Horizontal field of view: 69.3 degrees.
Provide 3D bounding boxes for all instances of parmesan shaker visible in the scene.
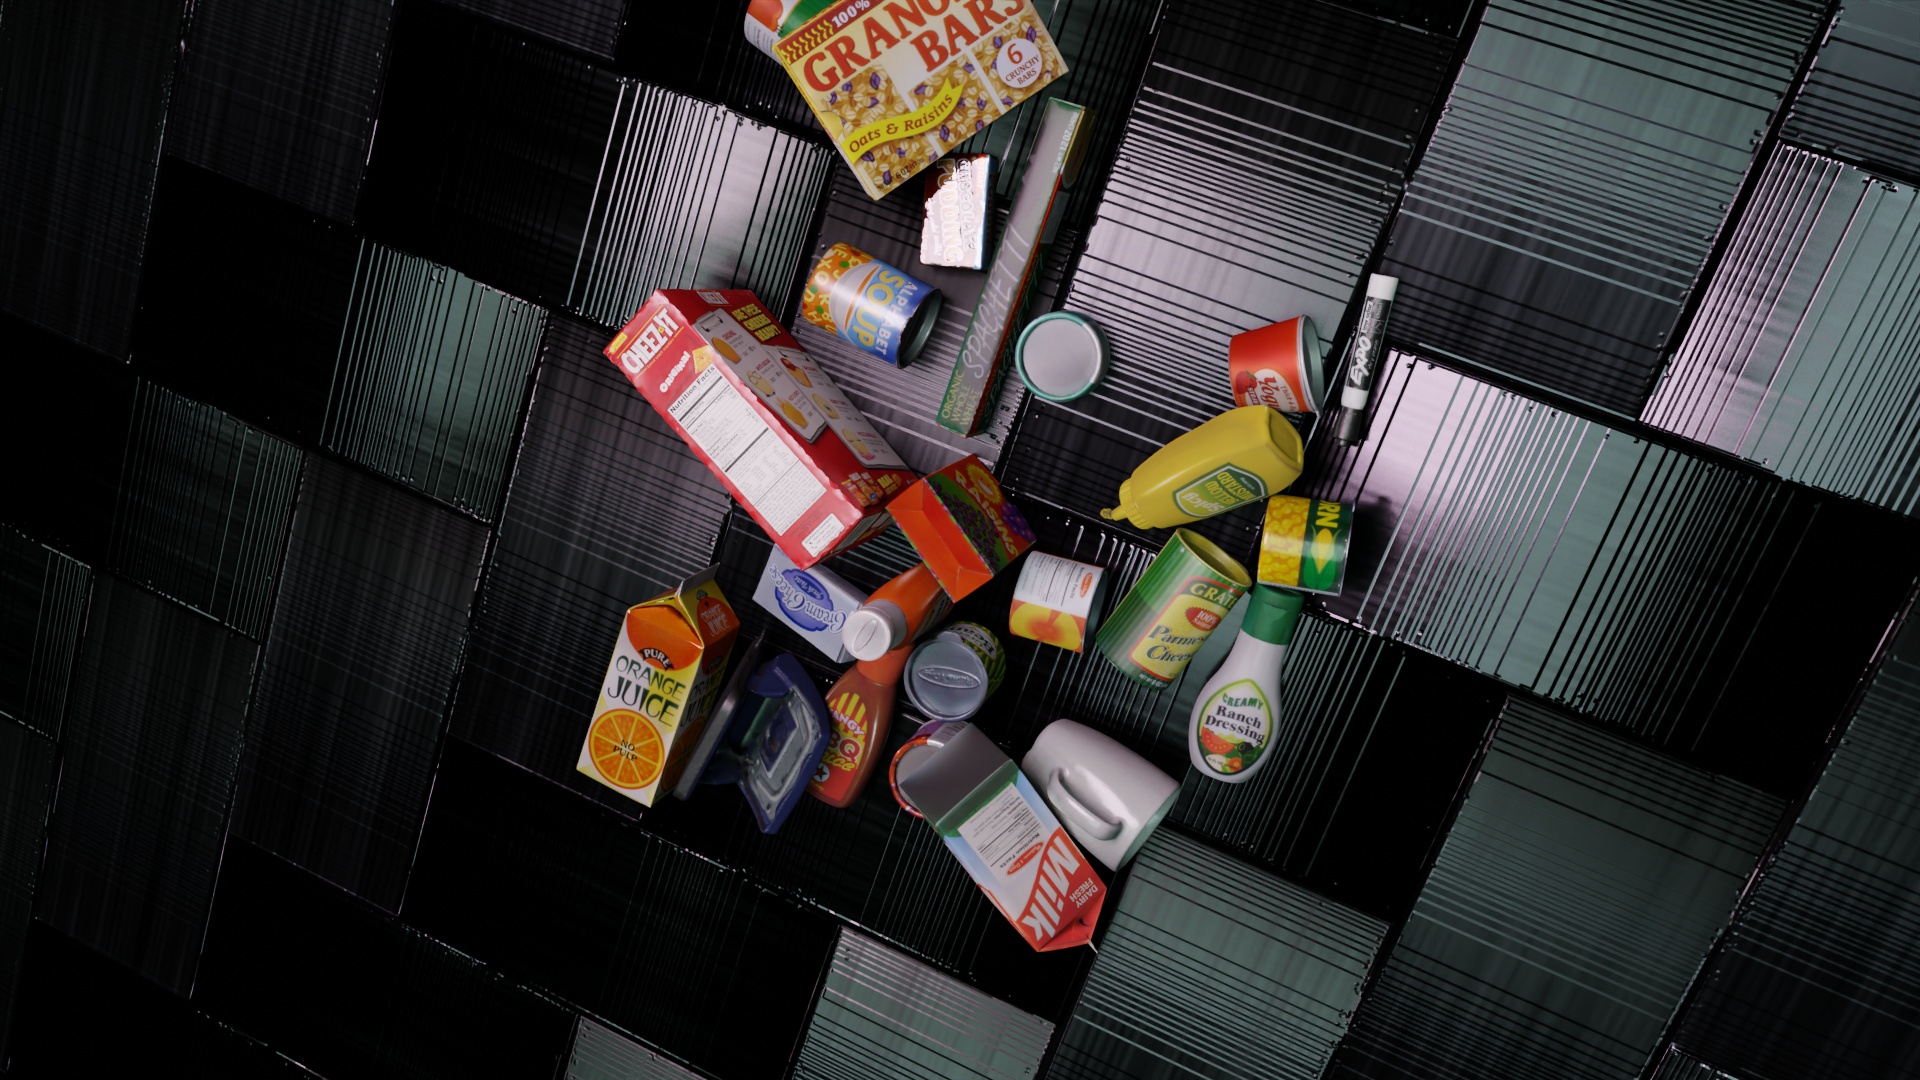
[{"bbox_3d":[0.156,0.052,1.012,0.071,0.071,0.102,37,108,7],"label":"parmesan shaker"}]

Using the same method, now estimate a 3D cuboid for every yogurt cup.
[{"bbox_3d":[0.219,-0.119,0.964,0.054,0.072,0.072,-6,99,25],"label":"yogurt cup"}]

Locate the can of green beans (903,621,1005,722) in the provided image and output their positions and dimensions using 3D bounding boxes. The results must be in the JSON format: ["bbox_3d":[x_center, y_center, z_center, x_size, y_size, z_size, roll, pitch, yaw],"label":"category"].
[{"bbox_3d":[-0.003,0.100,1.069,0.071,0.058,0.071,3,101,16],"label":"can of green beans"}]

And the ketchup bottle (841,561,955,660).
[{"bbox_3d":[-0.045,0.053,1.025,0.043,0.149,0.064,36,108,8],"label":"ketchup bottle"}]

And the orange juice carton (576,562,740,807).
[{"bbox_3d":[-0.240,0.110,1.132,0.073,0.072,0.192,24,106,10],"label":"orange juice carton"}]

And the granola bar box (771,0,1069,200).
[{"bbox_3d":[-0.027,-0.334,0.961,0.165,0.039,0.124,-34,112,2],"label":"granola bar box"}]

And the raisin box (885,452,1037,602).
[{"bbox_3d":[0.004,-0.013,1.012,0.040,0.124,0.086,-37,89,21],"label":"raisin box"}]

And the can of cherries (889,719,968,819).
[{"bbox_3d":[-0.018,0.180,1.088,0.071,0.058,0.071,3,101,15],"label":"can of cherries"}]

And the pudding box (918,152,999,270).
[{"bbox_3d":[-0.001,-0.242,1.021,0.050,0.030,0.083,8,102,14],"label":"pudding box"}]

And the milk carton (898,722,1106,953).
[{"bbox_3d":[0.042,0.235,1.041,0.073,0.072,0.190,-40,117,-10],"label":"milk carton"}]

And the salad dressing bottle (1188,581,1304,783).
[{"bbox_3d":[0.211,0.102,1.015,0.064,0.044,0.147,18,104,11],"label":"salad dressing bottle"}]

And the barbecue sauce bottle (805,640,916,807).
[{"bbox_3d":[-0.082,0.136,1.106,0.065,0.044,0.148,31,107,16],"label":"barbecue sauce bottle"}]

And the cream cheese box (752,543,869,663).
[{"bbox_3d":[-0.115,0.047,1.091,0.104,0.024,0.053,33,109,31],"label":"cream cheese box"}]

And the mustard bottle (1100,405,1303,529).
[{"bbox_3d":[0.164,-0.042,0.991,0.159,0.049,0.065,-27,133,38],"label":"mustard bottle"}]

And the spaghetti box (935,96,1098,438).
[{"bbox_3d":[0.040,-0.194,1.007,0.029,0.050,0.249,24,106,13],"label":"spaghetti box"}]

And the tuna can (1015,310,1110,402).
[{"bbox_3d":[0.072,-0.135,1.018,0.071,0.033,0.071,3,101,15],"label":"tuna can"}]

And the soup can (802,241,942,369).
[{"bbox_3d":[-0.066,-0.175,1.030,0.084,0.071,0.071,28,107,10],"label":"soup can"}]

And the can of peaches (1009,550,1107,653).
[{"bbox_3d":[0.073,0.047,1.035,0.058,0.071,0.071,14,104,13],"label":"can of peaches"}]

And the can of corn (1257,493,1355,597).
[{"bbox_3d":[0.243,0.000,0.976,0.058,0.071,0.071,9,103,15],"label":"can of corn"}]

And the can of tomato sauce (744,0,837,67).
[{"bbox_3d":[-0.103,-0.369,1.009,0.083,0.071,0.071,38,108,7],"label":"can of tomato sauce"}]
